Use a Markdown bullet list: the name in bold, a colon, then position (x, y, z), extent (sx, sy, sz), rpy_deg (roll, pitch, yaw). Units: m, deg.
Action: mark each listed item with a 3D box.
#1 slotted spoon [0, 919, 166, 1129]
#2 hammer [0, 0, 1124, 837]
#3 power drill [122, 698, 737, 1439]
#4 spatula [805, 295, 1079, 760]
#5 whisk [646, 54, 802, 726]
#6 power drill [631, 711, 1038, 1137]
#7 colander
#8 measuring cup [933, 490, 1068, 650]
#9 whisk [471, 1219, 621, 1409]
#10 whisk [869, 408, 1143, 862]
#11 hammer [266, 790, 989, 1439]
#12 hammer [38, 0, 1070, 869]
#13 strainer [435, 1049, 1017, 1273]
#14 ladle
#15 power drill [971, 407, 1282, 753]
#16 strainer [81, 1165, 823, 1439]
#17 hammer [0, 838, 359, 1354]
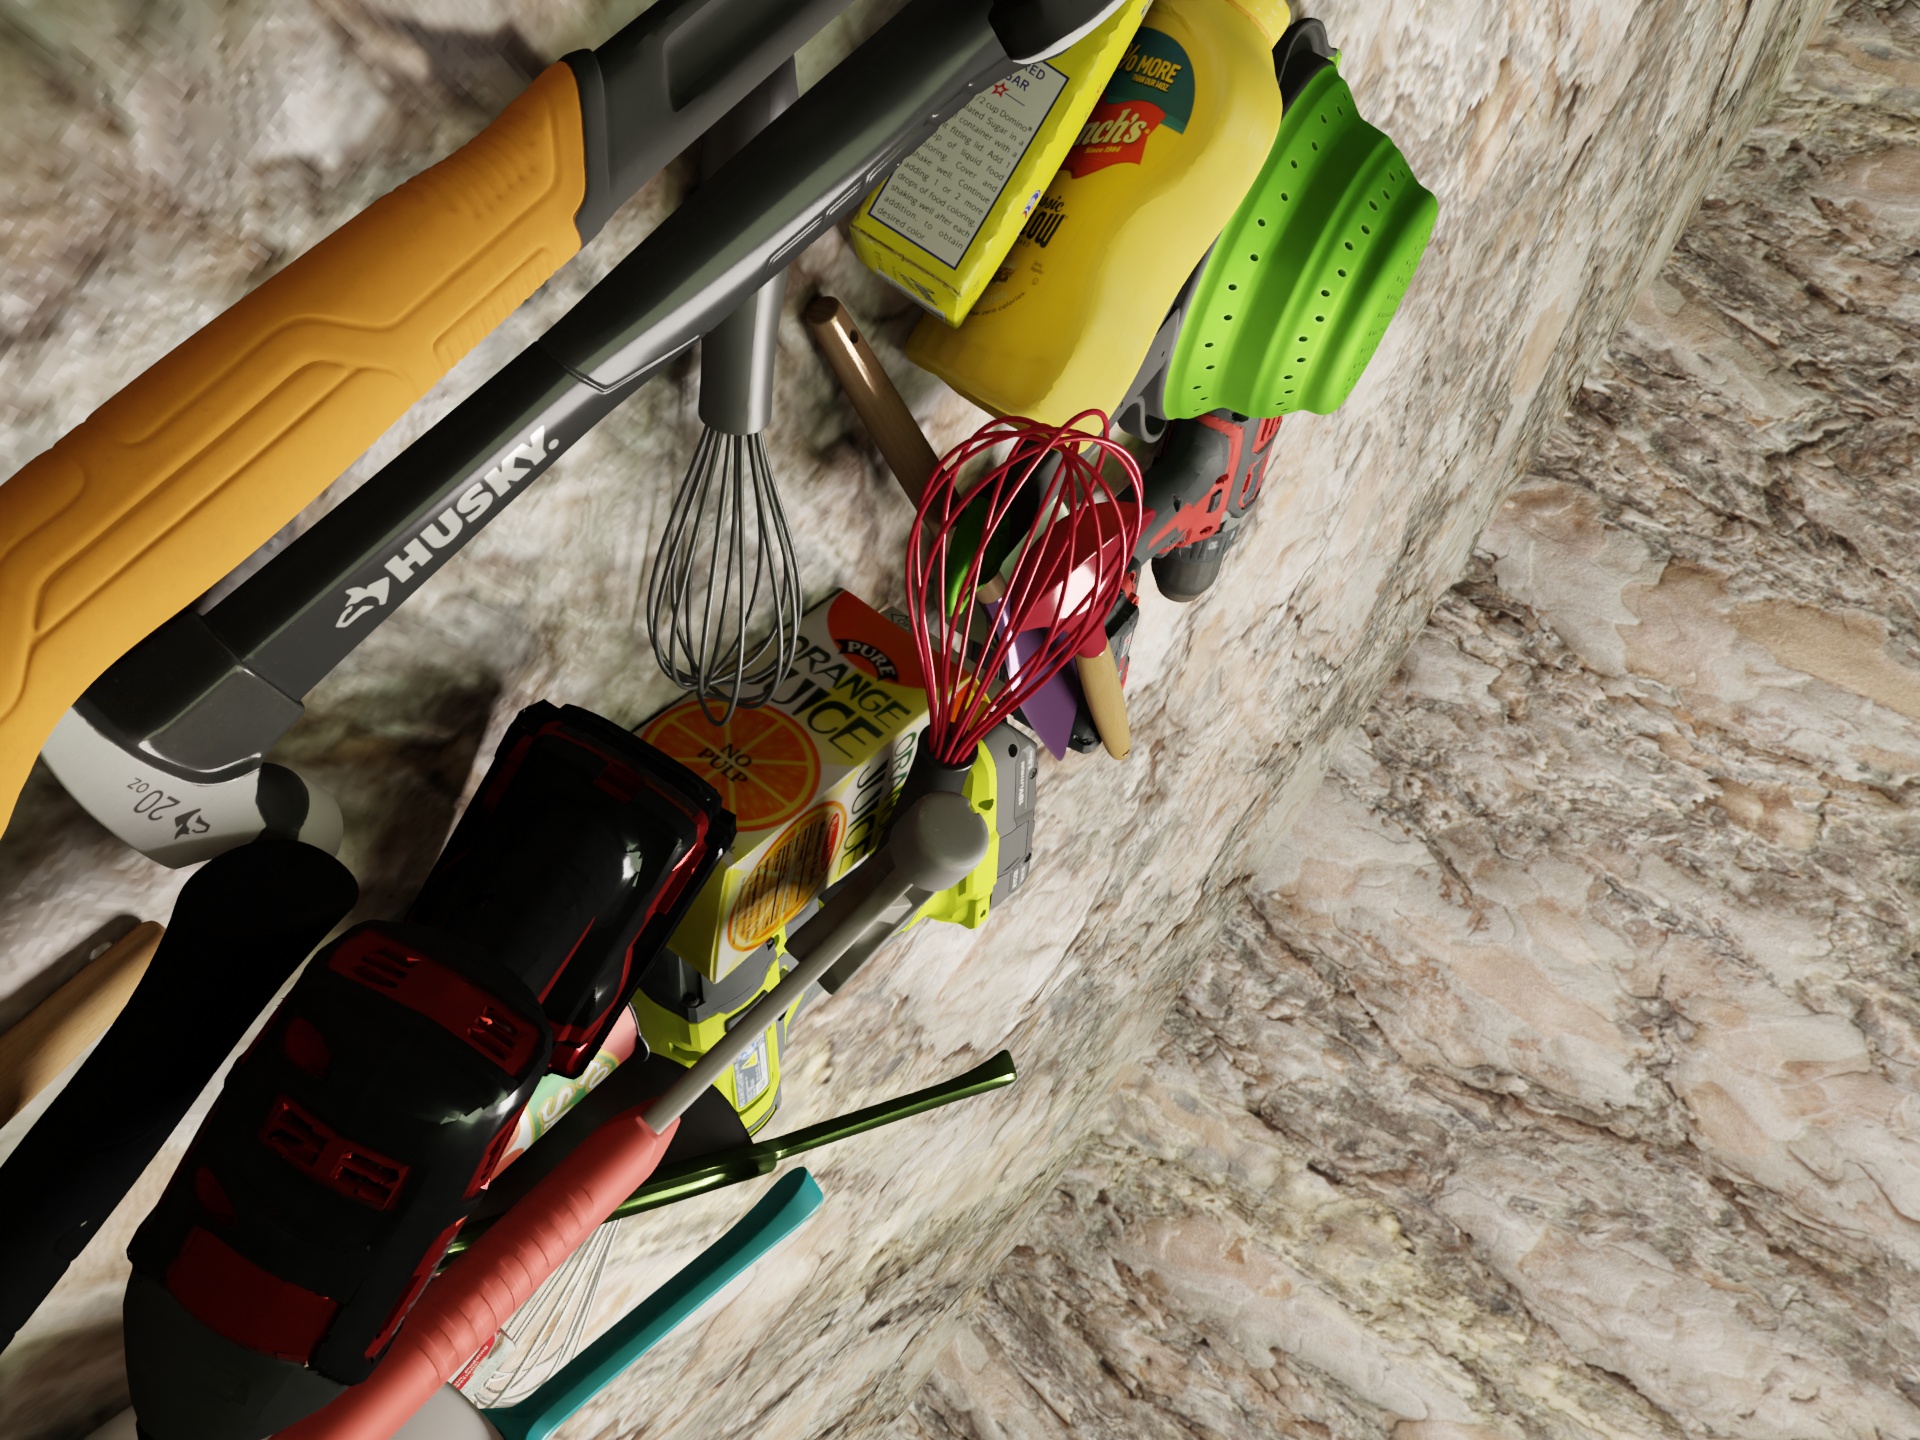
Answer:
- **slotted spoon**: position (-0.304, 0.161, 0.353), extent (0.314, 0.031, 0.070), rpy_deg (-49, 169, -29)
- **hammer**: position (-0.097, -0.103, 0.308), extent (0.337, 0.034, 0.127), rpy_deg (-50, 121, -20)
- **power drill**: position (-0.140, 0.088, 0.428), extent (0.143, 0.078, 0.220), rpy_deg (-56, -174, 17)
- **spatula**: position (0.005, -0.070, 0.663), extent (0.315, 0.018, 0.060), rpy_deg (53, 47, -57)
- **whisk**: position (-0.070, -0.094, 0.492), extent (0.055, 0.055, 0.238), rpy_deg (-39, 150, -42)
- **power drill**: position (-0.061, 0.081, 0.755), extent (0.223, 0.080, 0.171), rpy_deg (-38, 145, -37)
- **colander**: position (0.121, -0.159, 0.704), extent (0.397, 0.094, 0.204), rpy_deg (-53, 166, -36)
- **measuring cup**: position (0.025, -0.115, 0.730), extent (0.083, 0.038, 0.167), rpy_deg (-22, 127, -56)
- **whisk**: position (-0.170, 0.233, 0.795), extent (0.246, 0.057, 0.059), rpy_deg (-57, -164, -10)
- **whisk**: position (-0.001, -0.002, 0.580), extent (0.073, 0.073, 0.295), rpy_deg (-43, 163, -36)
- **hammer**: position (-0.125, 0.154, 0.505), extent (0.359, 0.037, 0.149), rpy_deg (-42, 176, -41)
- **hammer**: position (-0.087, -0.097, 0.393), extent (0.335, 0.035, 0.146), rpy_deg (-45, 160, -10)
- **strainer**: position (-0.105, 0.156, 0.651), extent (0.256, 0.069, 0.151), rpy_deg (-15, 166, -14)
- **ladle**: position (0.062, -0.027, 0.711), extent (0.069, 0.031, 0.315), rpy_deg (-38, 162, -3)
- **power drill**: position (0.100, -0.087, 0.895), extent (0.227, 0.080, 0.187), rpy_deg (-49, 161, -31)
- **strainer**: position (-0.201, 0.235, 0.534), extent (0.340, 0.095, 0.211), rpy_deg (-35, -173, -25)
- **hammer**: position (-0.283, 0.198, 0.401), extent (0.409, 0.036, 0.149), rpy_deg (-53, 166, 2)
